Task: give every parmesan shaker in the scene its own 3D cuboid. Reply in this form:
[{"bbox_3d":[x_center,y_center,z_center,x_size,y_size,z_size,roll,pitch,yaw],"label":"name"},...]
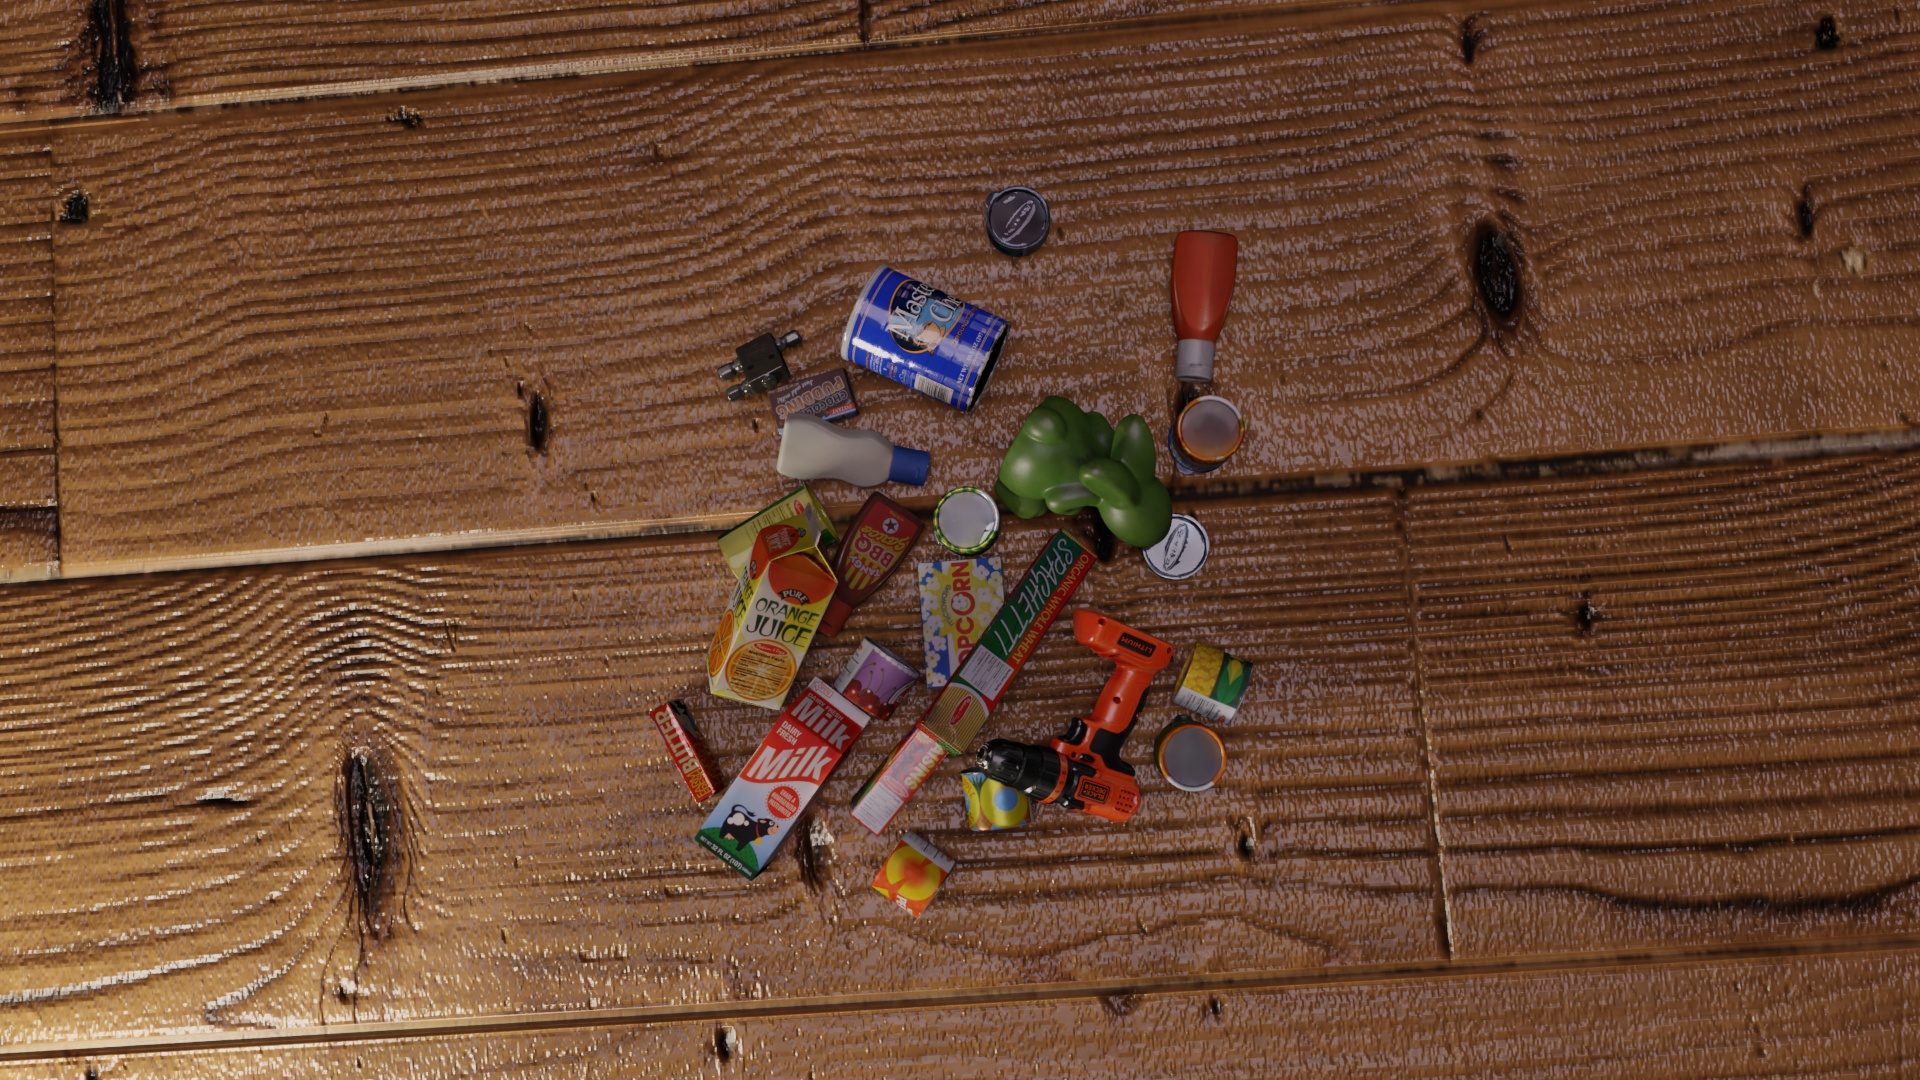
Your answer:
[{"bbox_3d":[-0.183,-0.004,1.389,0.103,0.071,0.071,-31,85,1],"label":"parmesan shaker"}]

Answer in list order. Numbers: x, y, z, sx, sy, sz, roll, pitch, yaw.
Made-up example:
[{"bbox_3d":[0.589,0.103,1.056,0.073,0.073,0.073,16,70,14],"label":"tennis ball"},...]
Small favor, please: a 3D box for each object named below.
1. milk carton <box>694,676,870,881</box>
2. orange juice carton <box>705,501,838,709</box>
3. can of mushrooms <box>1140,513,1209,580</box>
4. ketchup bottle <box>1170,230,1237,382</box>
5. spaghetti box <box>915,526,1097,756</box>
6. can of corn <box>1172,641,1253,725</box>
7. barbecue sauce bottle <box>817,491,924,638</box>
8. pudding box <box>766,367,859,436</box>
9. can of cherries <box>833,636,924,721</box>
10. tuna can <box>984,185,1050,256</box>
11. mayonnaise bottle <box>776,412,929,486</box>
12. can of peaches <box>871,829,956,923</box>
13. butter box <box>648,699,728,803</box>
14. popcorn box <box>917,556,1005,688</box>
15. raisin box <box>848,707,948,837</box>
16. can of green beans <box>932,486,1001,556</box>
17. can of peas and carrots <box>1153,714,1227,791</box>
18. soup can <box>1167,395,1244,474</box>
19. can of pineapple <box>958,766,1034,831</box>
[{"bbox_3d":[-0.171,0.231,1.364,0.072,0.073,0.190,36,87,5],"label":"milk carton"},{"bbox_3d":[-0.176,0.060,1.338,0.073,0.072,0.192,18,109,-22],"label":"orange juice carton"},{"bbox_3d":[0.211,0.006,1.385,0.071,0.033,0.071,0,86,3],"label":"can of mushrooms"},{"bbox_3d":[0.241,-0.235,1.399,0.065,0.043,0.149,6,86,4],"label":"ketchup bottle"},{"bbox_3d":[0.048,0.095,1.341,0.050,0.028,0.251,38,66,-3],"label":"spaghetti box"},{"bbox_3d":[0.246,0.137,1.356,0.058,0.071,0.071,22,87,5],"label":"can of corn"},{"bbox_3d":[-0.101,0.027,1.392,0.065,0.043,0.148,34,88,-11],"label":"barbecue sauce bottle"},{"bbox_3d":[-0.150,-0.140,1.417,0.084,0.030,0.049,-17,85,2],"label":"pudding box"},{"bbox_3d":[-0.080,0.138,1.371,0.071,0.071,0.058,34,88,5],"label":"can of cherries"},{"bbox_3d":[0.057,-0.327,1.422,0.071,0.033,0.071,0,85,3],"label":"tuna can"},{"bbox_3d":[-0.107,-0.085,1.393,0.148,0.041,0.064,10,111,-8],"label":"mayonnaise bottle"},{"bbox_3d":[-0.047,0.326,1.352,0.058,0.071,0.071,35,88,5],"label":"can of peaches"},{"bbox_3d":[-0.270,0.208,1.381,0.024,0.053,0.103,-30,84,2],"label":"butter box"},{"bbox_3d":[0.004,0.081,1.385,0.085,0.038,0.126,-5,85,2],"label":"popcorn box"},{"bbox_3d":[-0.055,0.222,1.352,0.040,0.086,0.123,40,88,0],"label":"raisin box"},{"bbox_3d":[0.007,-0.019,1.384,0.071,0.058,0.071,0,85,3],"label":"can of green beans"},{"bbox_3d":[0.224,0.207,1.354,0.071,0.058,0.071,0,85,2],"label":"can of peas and carrots"},{"bbox_3d":[0.240,-0.102,1.367,0.071,0.083,0.071,0,86,3],"label":"soup can"},{"bbox_3d":[0.035,0.249,1.355,0.071,0.071,0.058,-8,85,2],"label":"can of pineapple"}]
